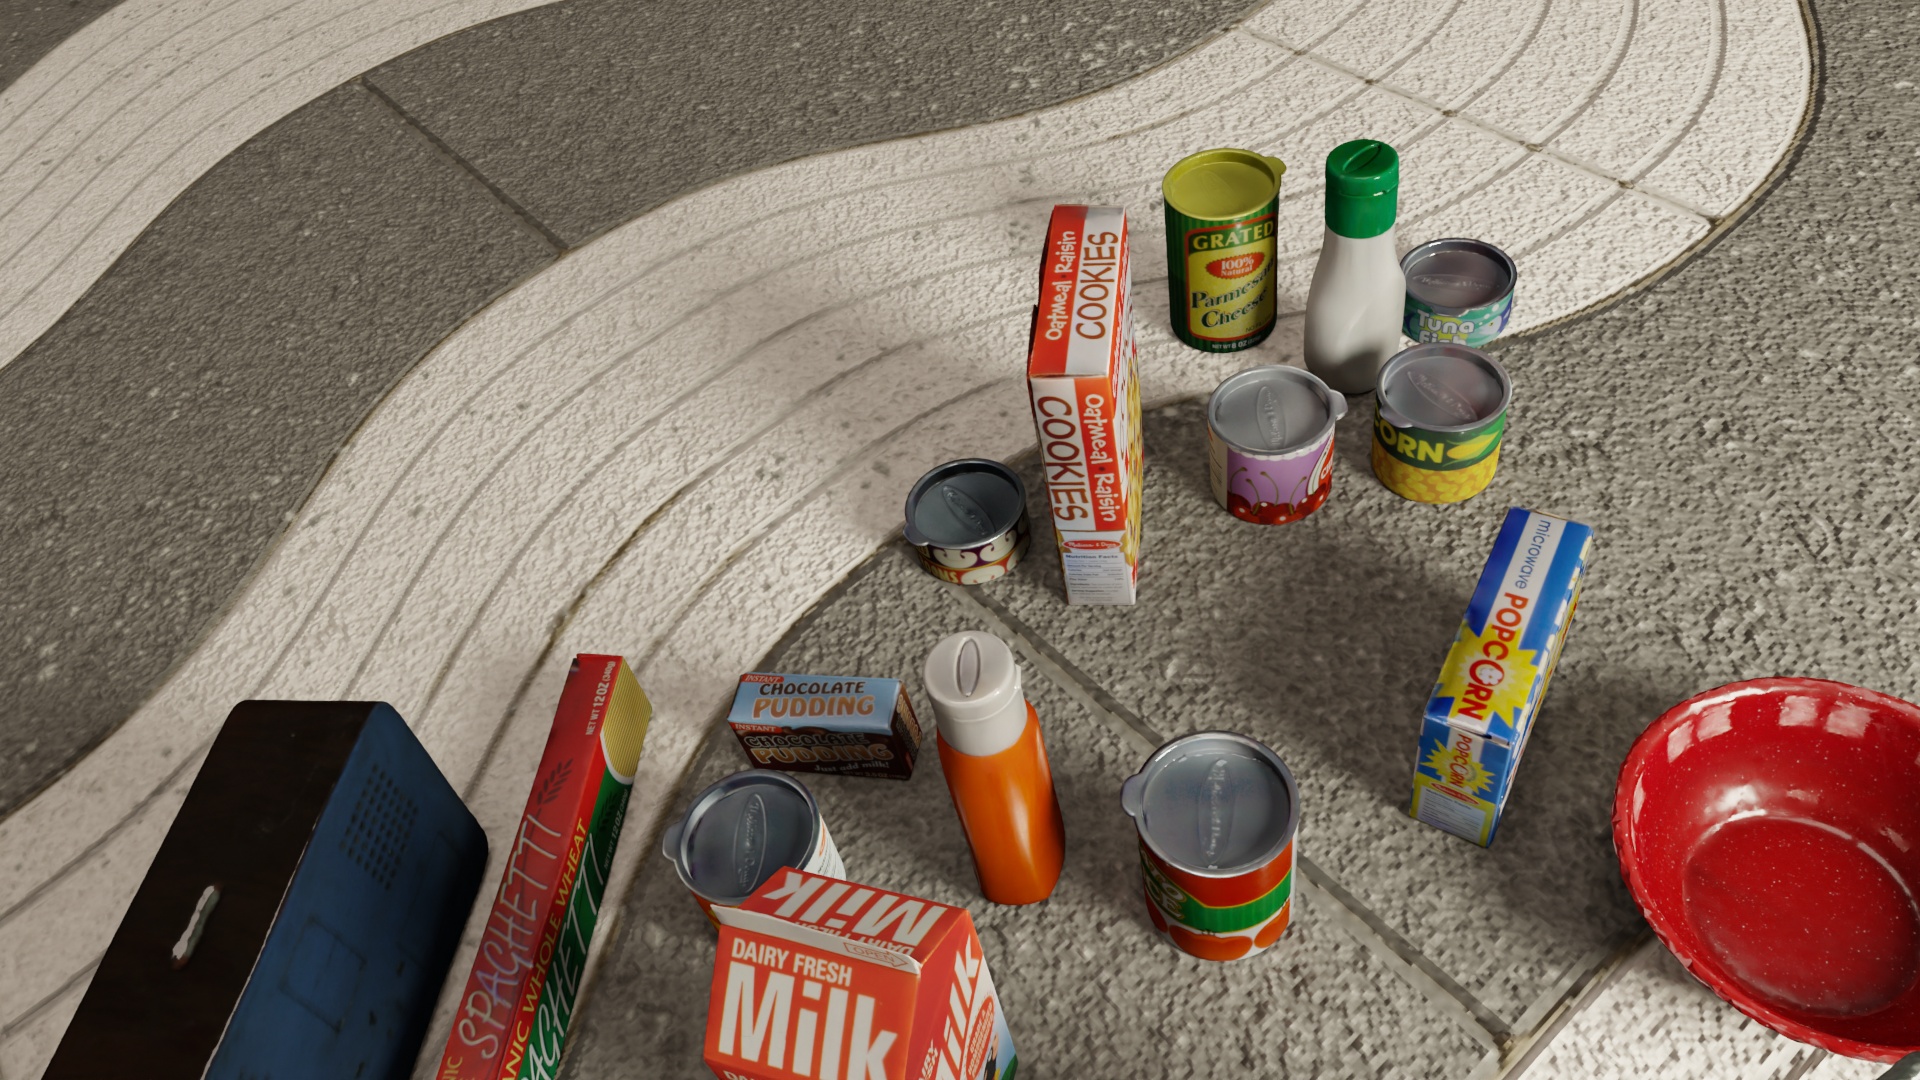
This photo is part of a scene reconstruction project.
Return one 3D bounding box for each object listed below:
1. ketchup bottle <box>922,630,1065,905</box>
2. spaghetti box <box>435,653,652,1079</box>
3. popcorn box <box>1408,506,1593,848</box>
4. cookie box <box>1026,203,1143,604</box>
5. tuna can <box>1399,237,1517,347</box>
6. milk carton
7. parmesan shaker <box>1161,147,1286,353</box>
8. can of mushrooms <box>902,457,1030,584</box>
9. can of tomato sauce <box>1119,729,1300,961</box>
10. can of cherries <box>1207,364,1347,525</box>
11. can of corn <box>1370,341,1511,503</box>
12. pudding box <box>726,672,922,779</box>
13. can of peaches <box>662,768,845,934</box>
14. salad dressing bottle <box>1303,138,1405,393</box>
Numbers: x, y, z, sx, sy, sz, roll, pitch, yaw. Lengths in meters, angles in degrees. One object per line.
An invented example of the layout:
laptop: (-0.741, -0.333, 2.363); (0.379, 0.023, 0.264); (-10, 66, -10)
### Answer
ketchup bottle: (0.016, 0.095, 0.589); (0.043, 0.148, 0.065); (-5, 49, 8)
spaghetti box: (-0.189, 0.167, 0.636); (0.029, 0.050, 0.251); (-2, 49, 10)
popcorn box: (0.240, 0.059, 0.616); (0.038, 0.084, 0.127); (19, 56, 26)
cookie box: (0.067, -0.066, 0.705); (0.040, 0.166, 0.123); (0, 50, 12)
tuna can: (0.289, -0.143, 0.815); (0.071, 0.032, 0.071); (-6, 49, 7)
milk carton: (-0.032, 0.180, 0.499); (0.072, 0.189, 0.074); (8, 52, 18)
parmesan shaker: (0.157, -0.169, 0.818); (0.071, 0.102, 0.072); (-6, 49, 7)
can of mushrooms: (0.003, -0.010, 0.759); (0.071, 0.033, 0.071); (-6, 49, 7)
can of tomato sauce: (0.106, 0.130, 0.584); (0.071, 0.082, 0.071); (-6, 49, 7)
can of cherries: (0.169, -0.050, 0.743); (0.071, 0.058, 0.072); (-6, 49, 7)
can of corn: (0.251, -0.060, 0.734); (0.071, 0.058, 0.071); (-6, 49, 7)
pudding box: (-0.065, 0.090, 0.677); (0.084, 0.049, 0.030); (2, 50, 13)
can of peaches: (-0.091, 0.147, 0.628); (0.071, 0.057, 0.071); (-6, 49, 7)
salad dressing bottle: (0.216, -0.147, 0.757); (0.064, 0.147, 0.044); (-39, 53, -20)
